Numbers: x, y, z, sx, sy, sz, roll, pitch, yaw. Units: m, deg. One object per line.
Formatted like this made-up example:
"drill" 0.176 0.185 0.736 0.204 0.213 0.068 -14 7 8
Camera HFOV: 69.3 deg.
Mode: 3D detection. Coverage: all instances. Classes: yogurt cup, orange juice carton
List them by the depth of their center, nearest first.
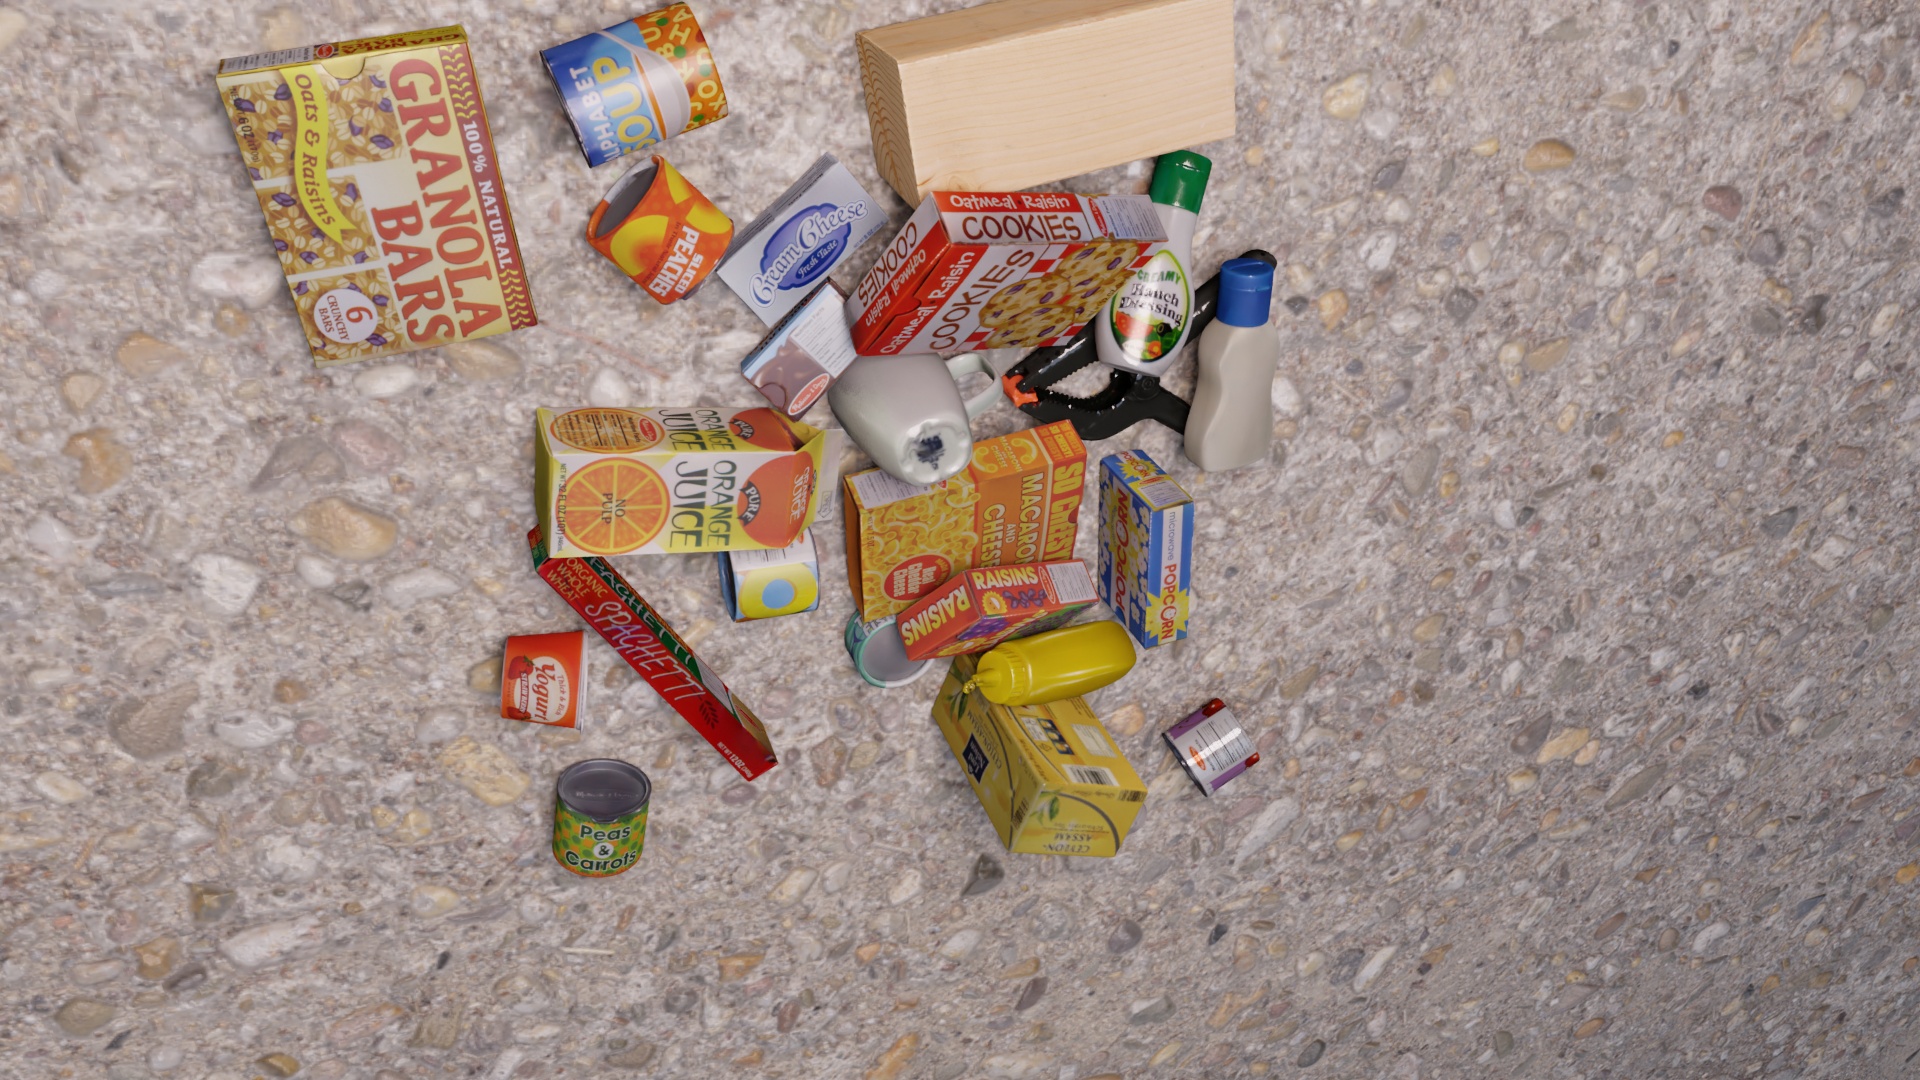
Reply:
"orange juice carton" -0.170 -0.040 0.894 0.193 0.073 0.071 -2 120 -23
"yogurt cup" -0.280 0.093 0.935 0.054 0.073 0.072 4 118 -16

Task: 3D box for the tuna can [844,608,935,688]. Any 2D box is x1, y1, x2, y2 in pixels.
"tuna can" -0.052 0.074 1.040 0.071 0.033 0.070 -11 124 -17

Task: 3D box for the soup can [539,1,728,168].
"soup can" -0.178 -0.249 0.763 0.084 0.071 0.071 -24 126 -9

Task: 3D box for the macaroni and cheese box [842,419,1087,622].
"macaroni and cheese box" 0.004 -0.012 0.986 0.167 0.040 0.123 -15 143 -14

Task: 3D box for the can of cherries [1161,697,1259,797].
"can of cherries" 0.217 0.178 1.204 0.058 0.072 0.071 -34 127 -2

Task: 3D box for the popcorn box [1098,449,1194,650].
"popcorn box" 0.138 0.006 1.049 0.038 0.085 0.126 -13 124 -17

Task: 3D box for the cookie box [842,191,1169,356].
"cookie box" 0.027 -0.164 0.864 0.168 0.040 0.122 -9 160 -34

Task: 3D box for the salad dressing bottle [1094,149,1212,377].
"salad dressing bottle" 0.132 -0.186 0.932 0.064 0.044 0.147 14 94 -6

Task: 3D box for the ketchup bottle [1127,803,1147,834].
"ketchup bottle" 0.112 0.200 1.182 0.064 0.044 0.148 -36 127 4

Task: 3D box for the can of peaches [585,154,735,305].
"can of peaches" -0.175 -0.179 0.808 0.071 0.071 0.058 -44 125 7

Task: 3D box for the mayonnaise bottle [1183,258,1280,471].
"mayonnaise bottle" 0.194 -0.123 0.980 0.065 0.041 0.147 -14 124 -23

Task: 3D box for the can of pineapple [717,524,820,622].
"can of pineapple" -0.132 0.022 0.953 0.058 0.071 0.070 -8 122 -18

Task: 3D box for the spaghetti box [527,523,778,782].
"spaghetti box" -0.209 0.078 0.964 0.029 0.050 0.249 -36 127 -1

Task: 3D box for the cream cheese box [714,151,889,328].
"cream cheese box" -0.101 -0.187 0.865 0.104 0.024 0.053 -42 125 4

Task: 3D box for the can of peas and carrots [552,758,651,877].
"can of peas and carrots" -0.260 0.202 1.004 0.071 0.071 0.058 0 120 -24

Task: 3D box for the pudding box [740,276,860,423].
"pudding box" -0.097 -0.124 0.895 0.083 0.030 0.049 -45 111 7

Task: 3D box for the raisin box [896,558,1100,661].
"raisin box" 0.027 0.051 1.012 0.124 0.040 0.085 -4 158 -43

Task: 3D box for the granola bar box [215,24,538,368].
"granola bar box" -0.314 -0.186 0.763 0.124 0.039 0.164 -15 125 -15

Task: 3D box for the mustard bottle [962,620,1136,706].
"mustard bottle" 0.061 0.094 1.030 0.161 0.049 0.065 -5 155 -44
